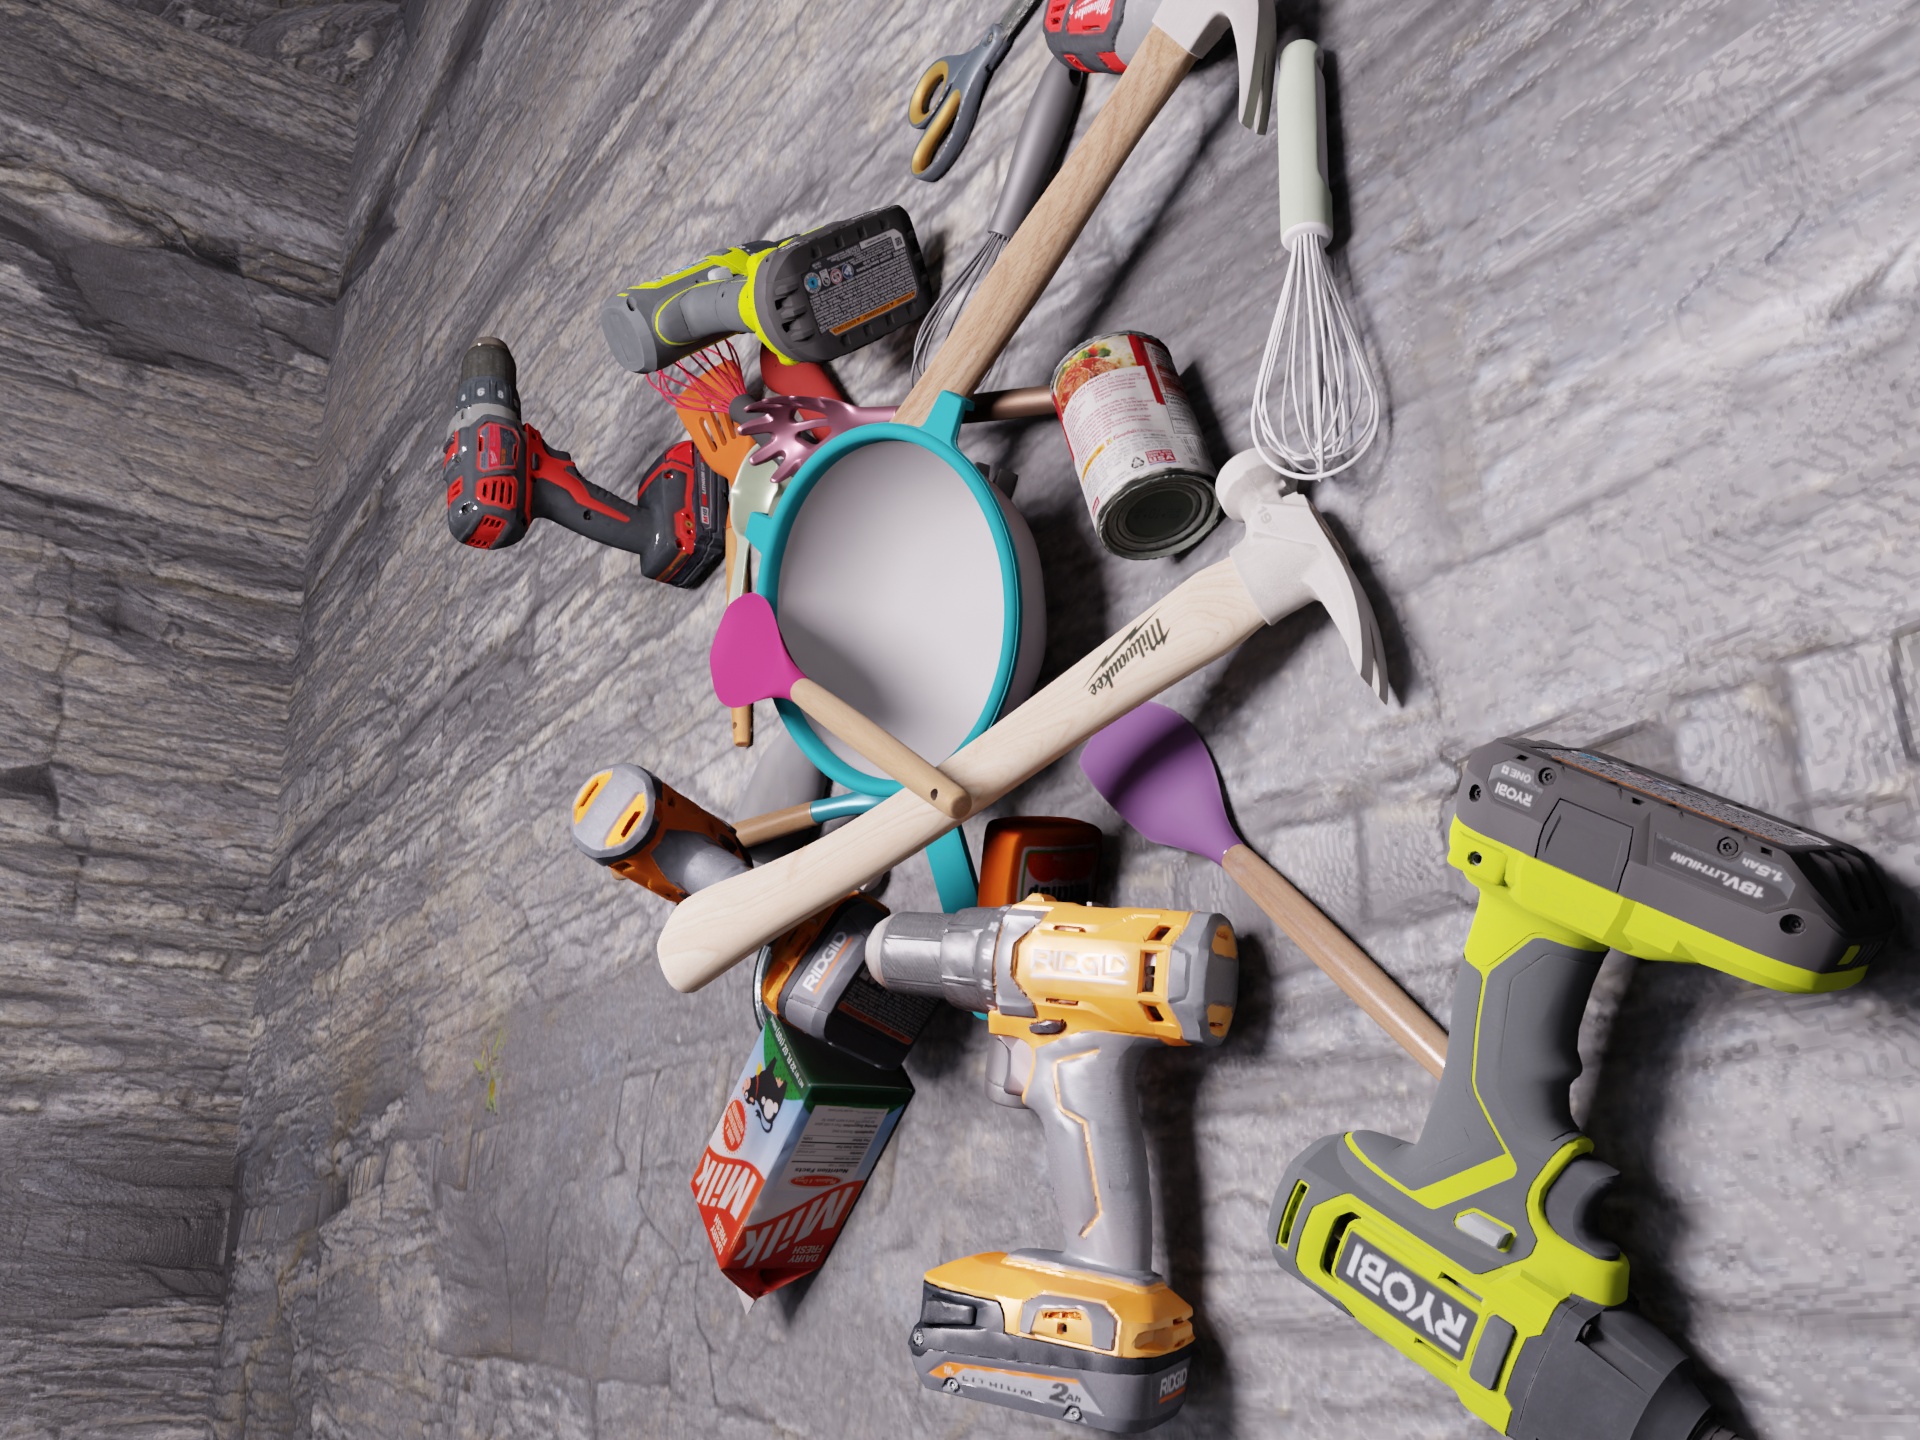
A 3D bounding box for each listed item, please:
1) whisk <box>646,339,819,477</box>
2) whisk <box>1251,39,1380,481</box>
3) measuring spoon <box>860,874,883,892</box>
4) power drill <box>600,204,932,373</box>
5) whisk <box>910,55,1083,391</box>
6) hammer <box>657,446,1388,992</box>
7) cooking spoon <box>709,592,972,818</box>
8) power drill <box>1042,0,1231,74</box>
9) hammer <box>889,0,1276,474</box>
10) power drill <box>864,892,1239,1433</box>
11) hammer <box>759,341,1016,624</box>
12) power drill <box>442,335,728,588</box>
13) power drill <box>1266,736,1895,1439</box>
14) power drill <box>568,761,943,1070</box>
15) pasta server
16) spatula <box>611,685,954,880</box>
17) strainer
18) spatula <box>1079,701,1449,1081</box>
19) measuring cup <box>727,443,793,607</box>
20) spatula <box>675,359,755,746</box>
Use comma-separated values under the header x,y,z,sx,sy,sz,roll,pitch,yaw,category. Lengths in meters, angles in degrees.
x,y,z,sx,sy,sz,roll,pitch,yaw,category
-0.173,-0.243,1.202,0.296,0.073,0.073,44,116,45,whisk
0.168,-0.225,0.764,0.059,0.057,0.246,-5,70,20,whisk
-0.079,0.111,1.057,0.124,0.018,0.034,-39,49,53,measuring spoon
-0.127,-0.311,1.141,0.229,0.190,0.080,12,128,49,power drill
0.025,-0.307,0.999,0.055,0.055,0.239,33,104,55,whisk
0.011,0.033,0.784,0.410,0.038,0.146,-34,48,19,hammer
-0.075,-0.008,0.855,0.319,0.017,0.069,33,103,56,cooking spoon
0.126,-0.468,0.874,0.143,0.078,0.219,37,113,55,power drill
0.053,-0.270,0.876,0.130,0.031,0.331,49,120,20,hammer
0.030,0.195,0.748,0.185,0.084,0.226,1,79,27,power drill
-0.071,-0.195,1.117,0.149,0.036,0.359,-60,37,25,hammer
-0.310,-0.211,1.307,0.080,0.226,0.188,-38,51,45,power drill
0.213,0.132,0.542,0.171,0.080,0.223,27,106,42,power drill
-0.115,0.116,0.957,0.227,0.164,0.084,29,81,32,power drill
-0.021,-0.187,0.983,0.316,0.040,0.060,4,122,43,pasta server
-0.122,0.063,1.055,0.317,0.044,0.082,-18,63,30,spatula
-0.001,-0.003,0.916,0.211,0.095,0.340,-23,78,42,strainer
0.141,0.074,0.727,0.059,0.018,0.316,-56,37,12,spatula
-0.150,-0.128,1.216,0.083,0.038,0.167,9,90,57,measuring cup
-0.186,-0.132,1.266,0.081,0.041,0.323,-24,61,38,spatula
